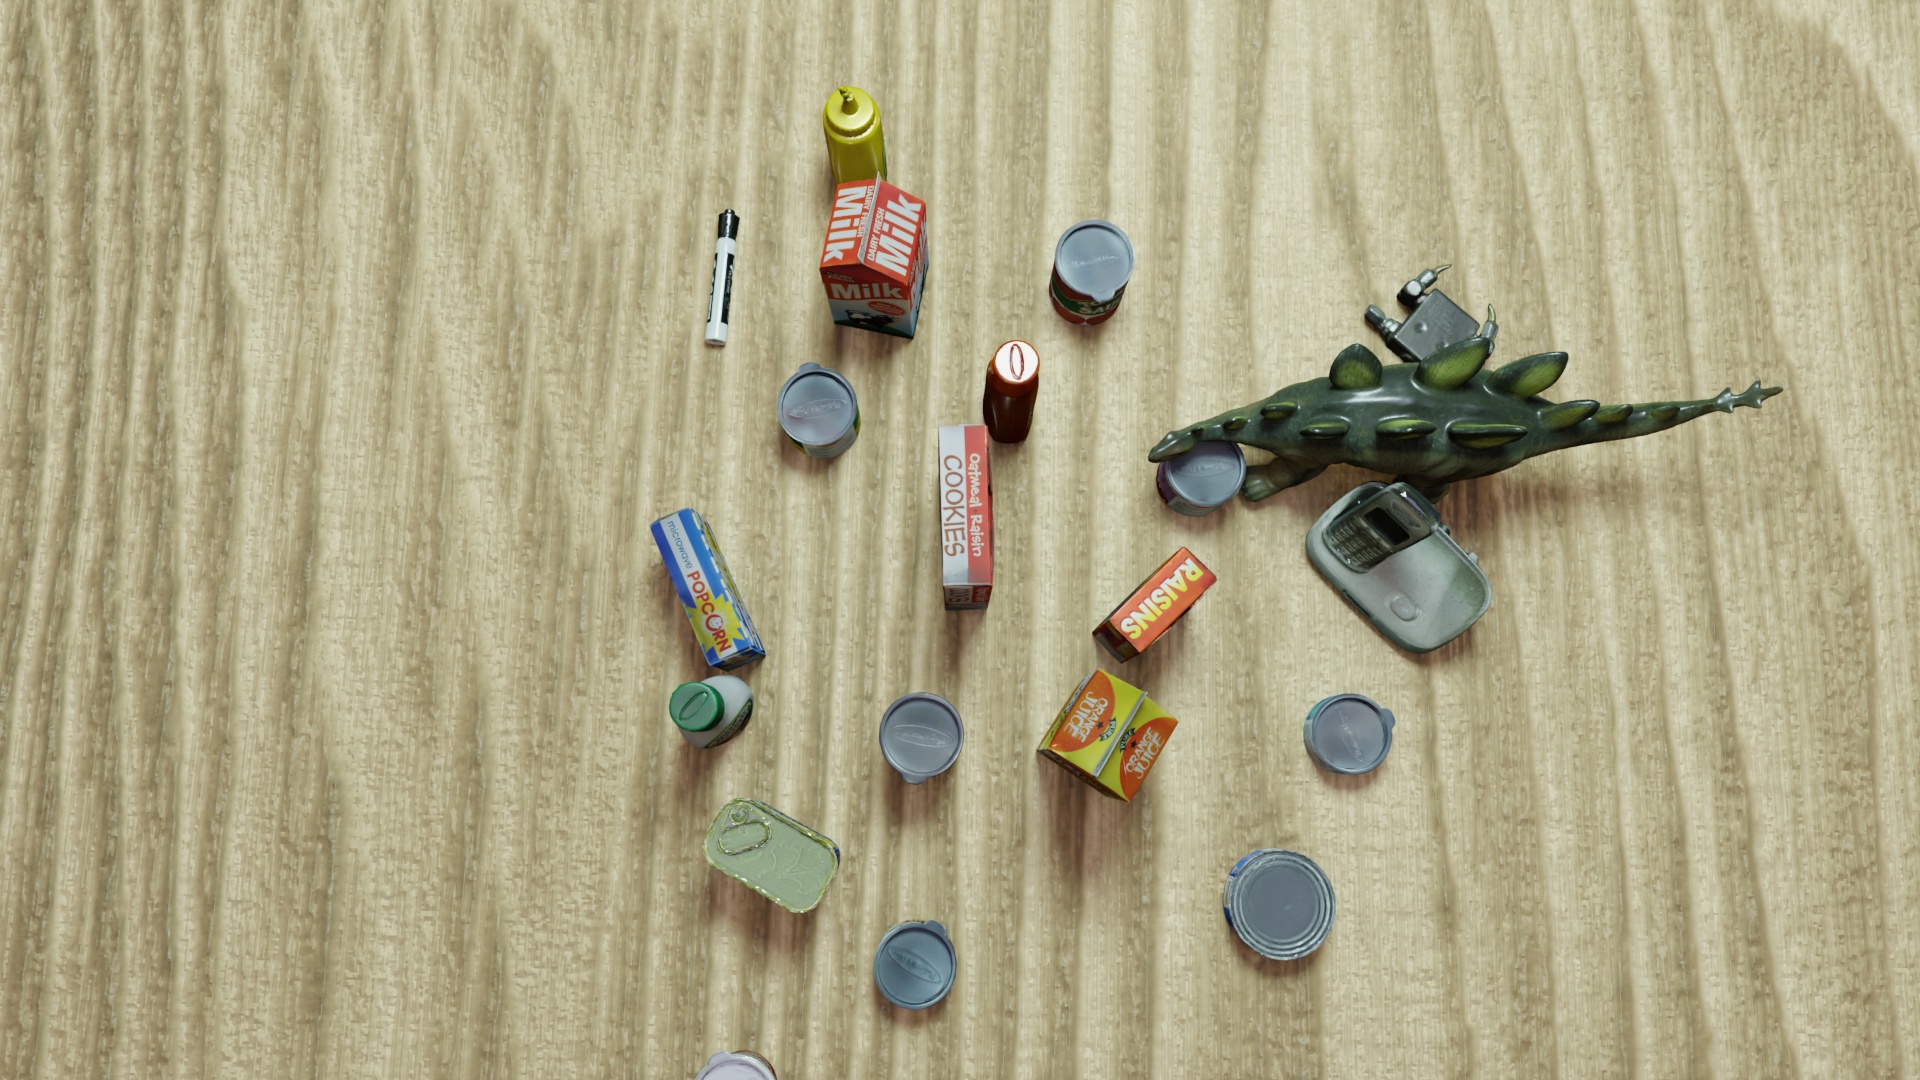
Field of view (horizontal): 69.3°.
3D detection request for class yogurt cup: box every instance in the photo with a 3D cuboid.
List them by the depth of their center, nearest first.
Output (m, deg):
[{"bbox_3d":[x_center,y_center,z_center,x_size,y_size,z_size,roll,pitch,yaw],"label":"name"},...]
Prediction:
[{"bbox_3d":[-0.173,0.431,1.081,0.072,0.054,0.072,0,81,-1],"label":"yogurt cup"}]

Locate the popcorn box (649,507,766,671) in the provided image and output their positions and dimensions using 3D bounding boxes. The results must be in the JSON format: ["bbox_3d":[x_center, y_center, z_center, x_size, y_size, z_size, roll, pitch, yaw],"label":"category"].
[{"bbox_3d":[-0.205,0.041,1.132,0.038,0.085,0.127,-24,82,-4],"label":"popcorn box"}]

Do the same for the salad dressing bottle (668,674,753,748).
[{"bbox_3d":[-0.196,0.132,1.085,0.044,0.147,0.064,43,83,6],"label":"salad dressing bottle"}]

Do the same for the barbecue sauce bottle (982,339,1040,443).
[{"bbox_3d":[0.041,-0.125,1.131,0.044,0.148,0.065,-3,81,-1],"label":"barbecue sauce bottle"}]

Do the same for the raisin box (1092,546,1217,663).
[{"bbox_3d":[0.153,0.054,1.115,0.086,0.123,0.040,-43,84,-7],"label":"raisin box"}]

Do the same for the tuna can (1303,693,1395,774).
[{"bbox_3d":[0.320,0.158,1.145,0.071,0.033,0.071,0,80,-1],"label":"tuna can"}]

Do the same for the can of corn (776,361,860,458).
[{"bbox_3d":[-0.119,-0.109,1.172,0.071,0.058,0.071,0,81,-1],"label":"can of corn"}]

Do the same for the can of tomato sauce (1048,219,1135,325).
[{"bbox_3d":[0.111,-0.224,1.182,0.071,0.083,0.071,0,81,-1],"label":"can of tomato sauce"}]

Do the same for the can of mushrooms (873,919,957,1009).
[{"bbox_3d":[-0.035,0.336,1.110,0.071,0.033,0.071,0,80,-1],"label":"can of mushrooms"}]

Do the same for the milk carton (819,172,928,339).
[{"bbox_3d":[-0.069,-0.229,1.126,0.073,0.190,0.072,11,81,1],"label":"milk carton"}]

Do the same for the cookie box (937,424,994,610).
[{"bbox_3d":[0.004,-0.014,1.102,0.040,0.167,0.123,-2,81,-1],"label":"cookie box"}]

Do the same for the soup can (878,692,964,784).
[{"bbox_3d":[-0.031,0.159,1.114,0.071,0.083,0.071,0,81,-1],"label":"soup can"}]

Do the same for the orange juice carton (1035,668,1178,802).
[{"bbox_3d":[0.112,0.150,1.063,0.073,0.192,0.072,33,82,4],"label":"orange juice carton"}]

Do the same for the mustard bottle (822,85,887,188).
[{"bbox_3d":[-0.088,-0.337,1.159,0.049,0.160,0.065,-10,81,-2],"label":"mustard bottle"}]

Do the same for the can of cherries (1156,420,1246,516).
[{"bbox_3d":[0.201,-0.059,1.167,0.071,0.058,0.071,0,81,-1],"label":"can of cherries"}]
